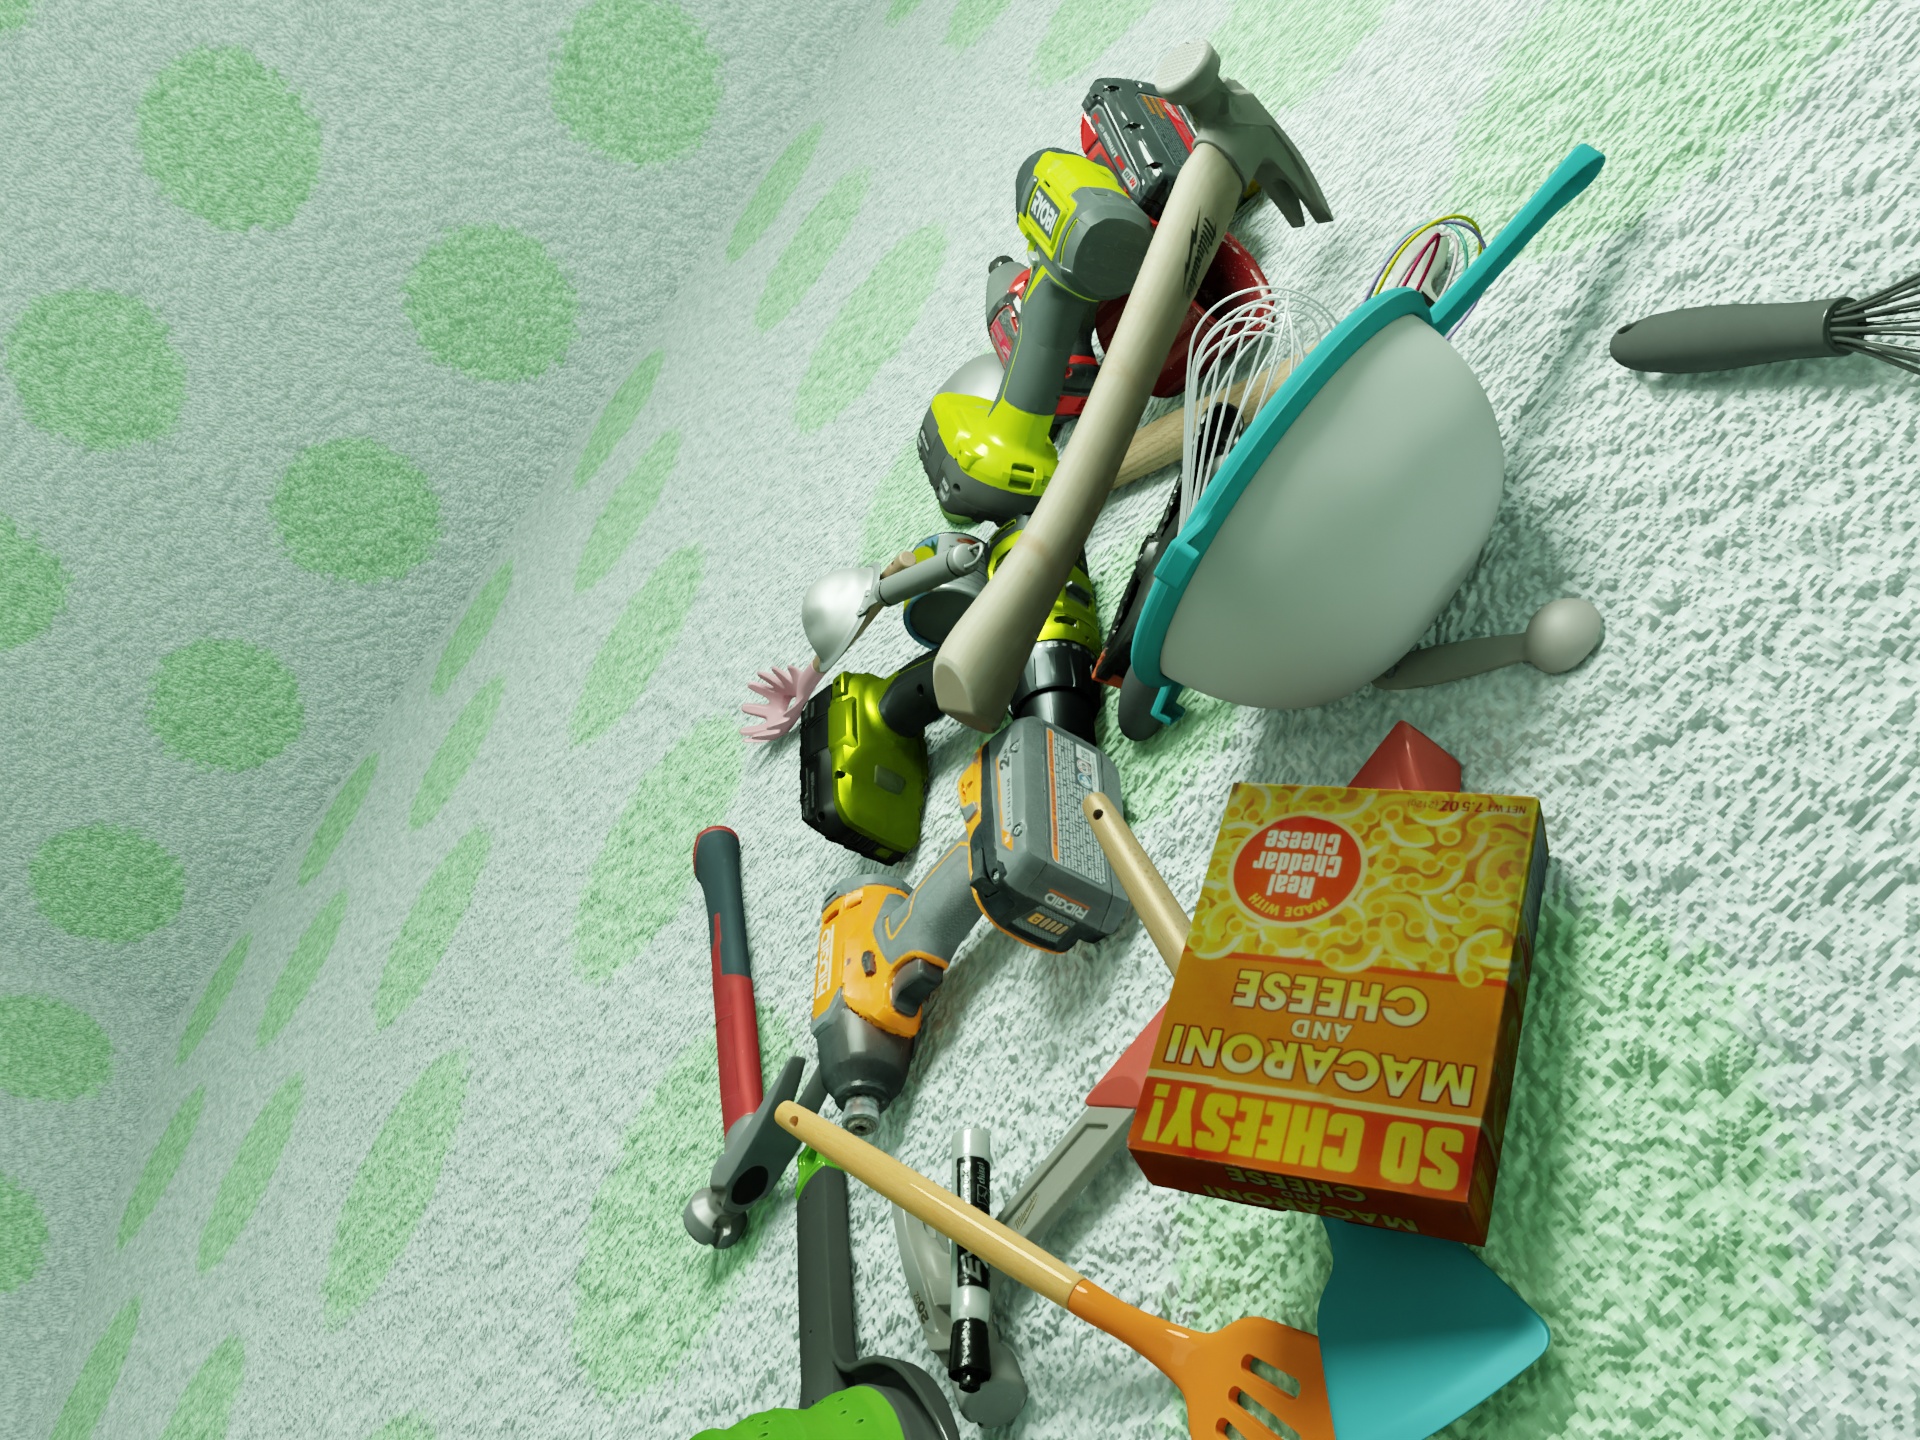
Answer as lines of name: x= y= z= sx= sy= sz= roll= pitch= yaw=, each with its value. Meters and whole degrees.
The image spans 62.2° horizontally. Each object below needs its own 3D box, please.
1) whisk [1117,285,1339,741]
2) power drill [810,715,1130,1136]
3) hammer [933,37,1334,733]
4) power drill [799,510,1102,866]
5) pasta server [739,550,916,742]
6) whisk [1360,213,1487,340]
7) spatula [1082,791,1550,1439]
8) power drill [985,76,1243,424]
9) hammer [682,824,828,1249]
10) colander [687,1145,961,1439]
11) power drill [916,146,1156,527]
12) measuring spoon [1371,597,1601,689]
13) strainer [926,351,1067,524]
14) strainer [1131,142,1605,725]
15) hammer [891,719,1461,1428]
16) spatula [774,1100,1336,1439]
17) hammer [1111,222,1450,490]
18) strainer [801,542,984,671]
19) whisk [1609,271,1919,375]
whisk: x=0.119 y=-0.090 z=0.795 sx=0.070 sy=0.070 sz=0.284 roll=-87 pitch=8 yaw=-45
power drill: x=-0.006 y=0.120 z=0.880 sx=0.226 sy=0.084 sz=0.164 roll=-44 pitch=30 yaw=35
hammer: x=0.095 y=-0.176 z=0.902 sx=0.038 sy=0.146 sz=0.411 roll=8 pitch=69 yaw=50
power drill: x=-0.002 y=-0.003 z=1.007 sx=0.228 sy=0.080 sz=0.191 roll=-37 pitch=41 yaw=33
pasta server: x=-0.105 y=-0.054 z=1.217 sx=0.316 sy=0.040 sz=0.060 roll=138 pitch=139 yaw=-57
whisk: x=0.191 y=-0.155 z=0.836 sx=0.051 sy=0.047 sz=0.245 roll=42 pitch=117 yaw=22
spatula: x=0.114 y=0.134 z=0.637 sx=0.082 sy=0.044 sz=0.318 roll=-38 pitch=46 yaw=10
power drill: x=0.090 y=-0.330 z=1.118 sx=0.219 sy=0.078 sz=0.143 roll=-51 pitch=52 yaw=45
hammer: x=-0.151 y=0.173 z=1.103 sx=0.143 sy=0.038 sz=0.387 roll=-59 pitch=23 yaw=19
colander: x=-0.094 y=0.333 z=0.756 sx=0.204 sy=0.094 sz=0.397 roll=-59 pitch=20 yaw=22
power drill: x=0.046 y=-0.253 z=1.040 sx=0.171 sy=0.080 sz=0.223 roll=-111 pitch=35 yaw=-52
measuring spoon: x=0.226 y=-0.032 z=0.706 sx=0.124 sy=0.018 sz=0.034 roll=-15 pitch=49 yaw=56
strainer: x=0.015 y=-0.201 z=1.197 sx=0.151 sy=0.069 sz=0.257 roll=-45 pitch=27 yaw=25
strainer: x=0.218 y=-0.125 z=0.725 sx=0.340 sy=0.095 sz=0.210 roll=-48 pitch=-17 yaw=-10
hammer: x=0.093 y=0.144 z=0.727 sx=0.359 sy=0.036 sz=0.149 roll=-53 pitch=27 yaw=12
spatula: x=0.027 y=0.230 z=0.671 sx=0.323 sy=0.041 sz=0.081 roll=19 pitch=82 yaw=39
hammer: x=0.154 y=-0.184 z=0.982 sx=0.331 sy=0.031 sz=0.130 roll=-19 pitch=46 yaw=53
strainer: x=-0.052 y=-0.085 z=1.048 sx=0.258 sy=0.050 sz=0.087 roll=-15 pitch=51 yaw=59
whisk: x=0.337 y=-0.149 z=0.612 sx=0.055 sy=0.055 sz=0.239 roll=-59 pitch=22 yaw=-2
